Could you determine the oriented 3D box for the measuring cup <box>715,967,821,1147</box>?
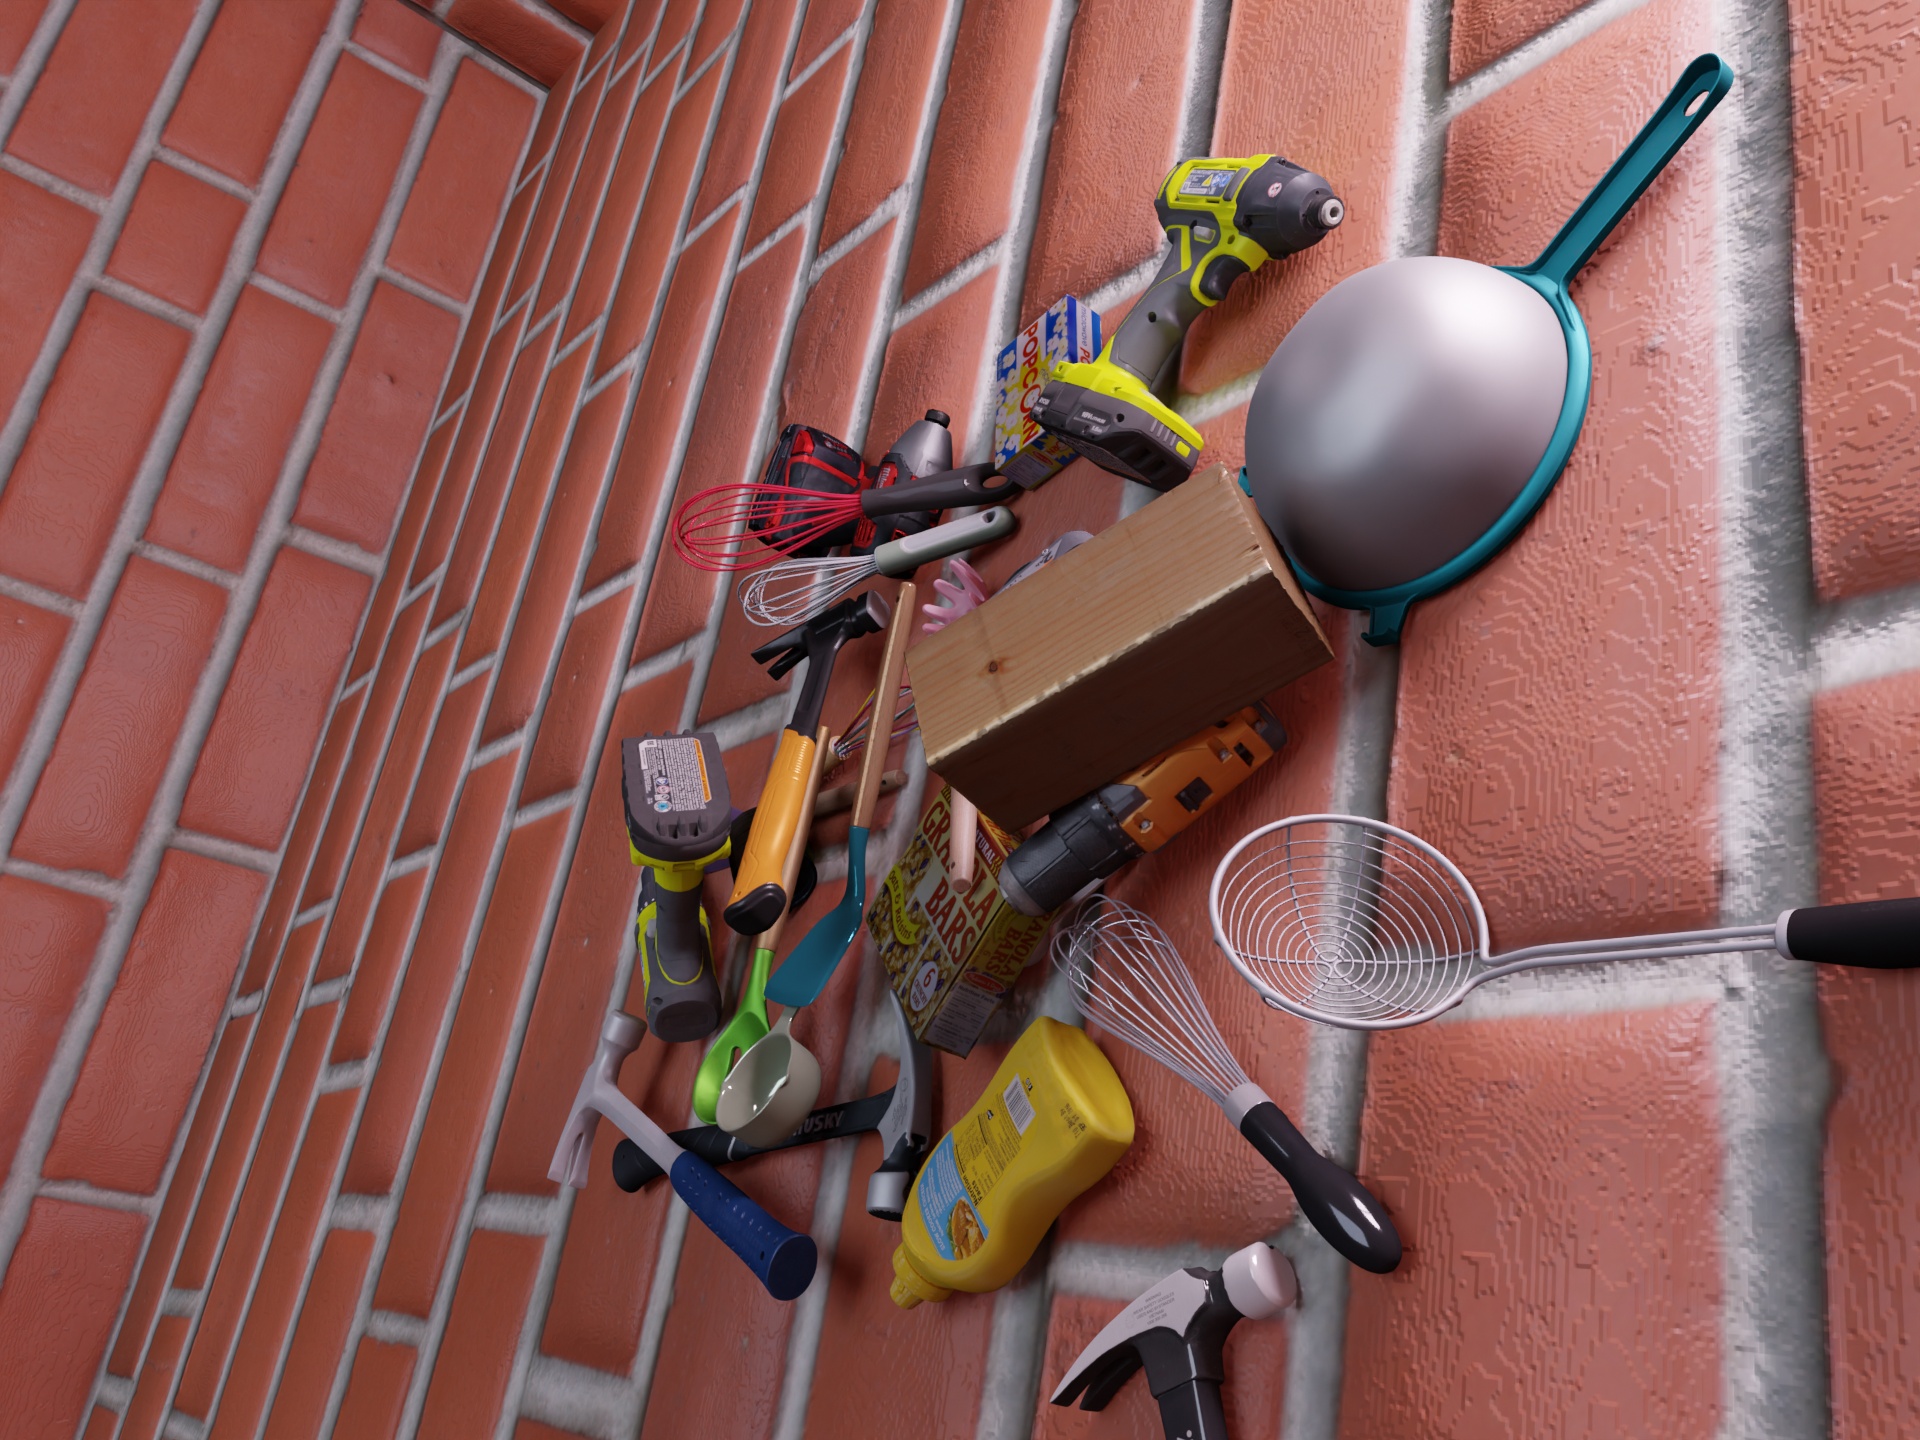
[{"bbox_3d":[-0.110,0.220,1.106,0.083,0.038,0.168,-19,35,48],"label":"measuring cup"}]

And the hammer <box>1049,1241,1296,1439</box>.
[{"bbox_3d":[0.118,0.413,0.691,0.146,0.035,0.335,-41,39,32],"label":"hammer"}]

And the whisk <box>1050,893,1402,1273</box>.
[{"bbox_3d":[0.130,0.178,0.816,0.070,0.070,0.285,-59,37,10],"label":"whisk"}]

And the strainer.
[{"bbox_3d":[0.263,-0.221,0.851,0.340,0.095,0.211,-53,34,22],"label":"strainer"}]

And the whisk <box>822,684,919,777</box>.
[{"bbox_3d":[-0.082,0.017,1.254,0.245,0.047,0.051,-35,30,46],"label":"whisk"}]

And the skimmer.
[{"bbox_3d":[0.266,0.071,0.652,0.363,0.090,0.127,-15,25,49],"label":"skimmer"}]

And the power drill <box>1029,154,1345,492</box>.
[{"bbox_3d":[0.154,-0.273,1.069,0.223,0.080,0.171,-59,32,4],"label":"power drill"}]

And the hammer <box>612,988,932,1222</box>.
[{"bbox_3d":[-0.149,0.300,1.162,0.409,0.036,0.149,-25,48,47],"label":"hammer"}]

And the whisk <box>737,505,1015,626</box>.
[{"bbox_3d":[-0.069,-0.124,1.255,0.246,0.059,0.058,-16,49,22],"label":"whisk"}]

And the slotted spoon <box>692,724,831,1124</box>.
[{"bbox_3d":[-0.138,0.148,1.189,0.070,0.031,0.314,-4,63,36],"label":"slotted spoon"}]

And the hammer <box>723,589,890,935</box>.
[{"bbox_3d":[-0.131,0.030,1.192,0.127,0.034,0.337,-25,32,26],"label":"hammer"}]

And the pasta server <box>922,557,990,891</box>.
[{"bbox_3d":[-0.002,-0.003,1.092,0.060,0.040,0.317,-51,23,34],"label":"pasta server"}]

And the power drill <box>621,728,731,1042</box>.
[{"bbox_3d":[-0.235,0.122,1.300,0.191,0.080,0.228,-111,23,-49],"label":"power drill"}]

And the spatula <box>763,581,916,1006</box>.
[{"bbox_3d":[-0.076,0.050,1.146,0.082,0.044,0.317,-6,71,60],"label":"spatula"}]

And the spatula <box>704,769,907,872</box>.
[{"bbox_3d":[-0.147,0.078,1.316,0.316,0.018,0.060,-19,89,47],"label":"spatula"}]

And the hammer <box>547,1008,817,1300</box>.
[{"bbox_3d":[-0.209,0.330,1.164,0.406,0.035,0.144,10,75,59],"label":"hammer"}]

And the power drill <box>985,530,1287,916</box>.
[{"bbox_3d":[0.072,0.002,0.967,0.185,0.084,0.226,-41,39,8],"label":"power drill"}]

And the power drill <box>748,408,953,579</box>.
[{"bbox_3d":[-0.087,-0.200,1.376,0.220,0.078,0.143,14,82,55],"label":"power drill"}]

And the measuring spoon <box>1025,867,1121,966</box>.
[{"bbox_3d":[0.075,0.111,0.984,0.124,0.018,0.034,-44,28,19],"label":"measuring spoon"}]

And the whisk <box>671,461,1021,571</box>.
[{"bbox_3d":[-0.093,-0.167,1.263,0.296,0.073,0.073,-8,56,14],"label":"whisk"}]
